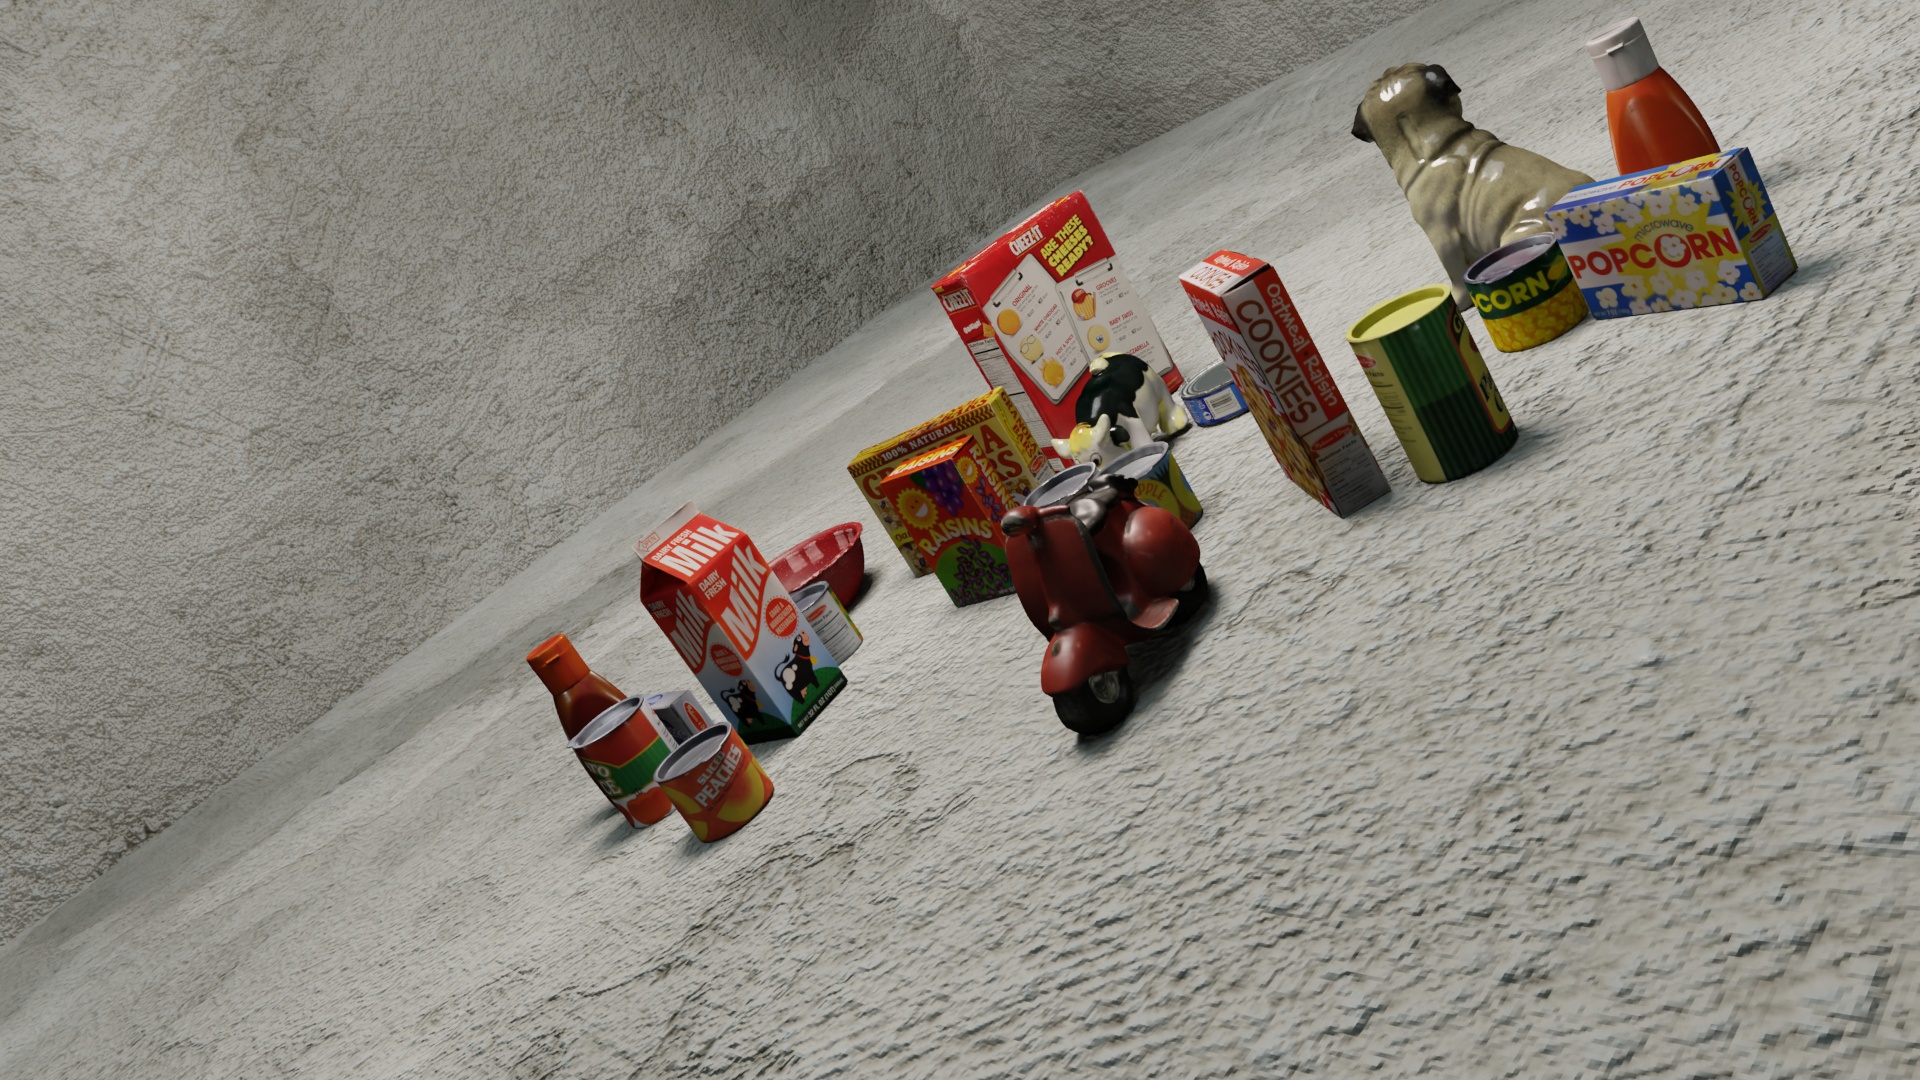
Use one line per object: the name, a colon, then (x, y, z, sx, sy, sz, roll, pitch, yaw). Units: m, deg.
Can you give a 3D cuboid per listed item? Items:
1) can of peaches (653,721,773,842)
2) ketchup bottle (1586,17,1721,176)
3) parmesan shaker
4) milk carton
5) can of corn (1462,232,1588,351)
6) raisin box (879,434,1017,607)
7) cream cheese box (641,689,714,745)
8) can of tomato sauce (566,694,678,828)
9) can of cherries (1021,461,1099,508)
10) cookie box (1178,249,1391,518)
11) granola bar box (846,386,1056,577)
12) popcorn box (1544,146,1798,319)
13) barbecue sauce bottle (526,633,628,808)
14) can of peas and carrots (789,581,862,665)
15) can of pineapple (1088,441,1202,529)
can of peaches: (-0.175, 0.173, 0.992, 0.071, 0.058, 0.071, -29, 15, 9)
ketchup bottle: (0.493, -0.296, 0.988, 0.064, 0.148, 0.044, -20, 19, 37)
parmesan shaker: (0.288, -0.096, 0.851, 0.071, 0.103, 0.071, -30, 15, 9)
milk carton: (-0.180, 0.063, 1.092, 0.073, 0.190, 0.073, -17, 21, 44)
can of corn: (0.392, -0.171, 0.966, 0.071, 0.058, 0.071, -29, 15, 9)
raisin box: (0.004, -0.014, 1.102, 0.086, 0.123, 0.040, -17, 21, 43)
cream cheese box: (-0.250, 0.157, 1.191, 0.103, 0.053, 0.024, -12, 25, 51)
can of tomato sauce: (-0.256, 0.175, 1.094, 0.071, 0.083, 0.071, -30, 15, 9)
can of cherries: (0.090, -0.018, 1.073, 0.071, 0.058, 0.072, -29, 15, 9)
cookie box: (0.210, -0.107, 0.913, 0.040, 0.167, 0.123, -31, 15, 5)
granola bar box: (-0.001, -0.049, 1.219, 0.165, 0.124, 0.039, -21, 19, 35)
popcorn box: (0.444, -0.190, 0.875, 0.038, 0.085, 0.126, -37, 16, -18)
barbecue sauce bottle: (-0.299, 0.146, 1.143, 0.065, 0.148, 0.043, -35, 15, -12)
can of peas and carrots: (-0.127, 0.077, 1.194, 0.071, 0.058, 0.071, -29, 15, 9)
can of pineapple: (0.137, -0.031, 1.023, 0.071, 0.057, 0.071, -29, 15, 9)
